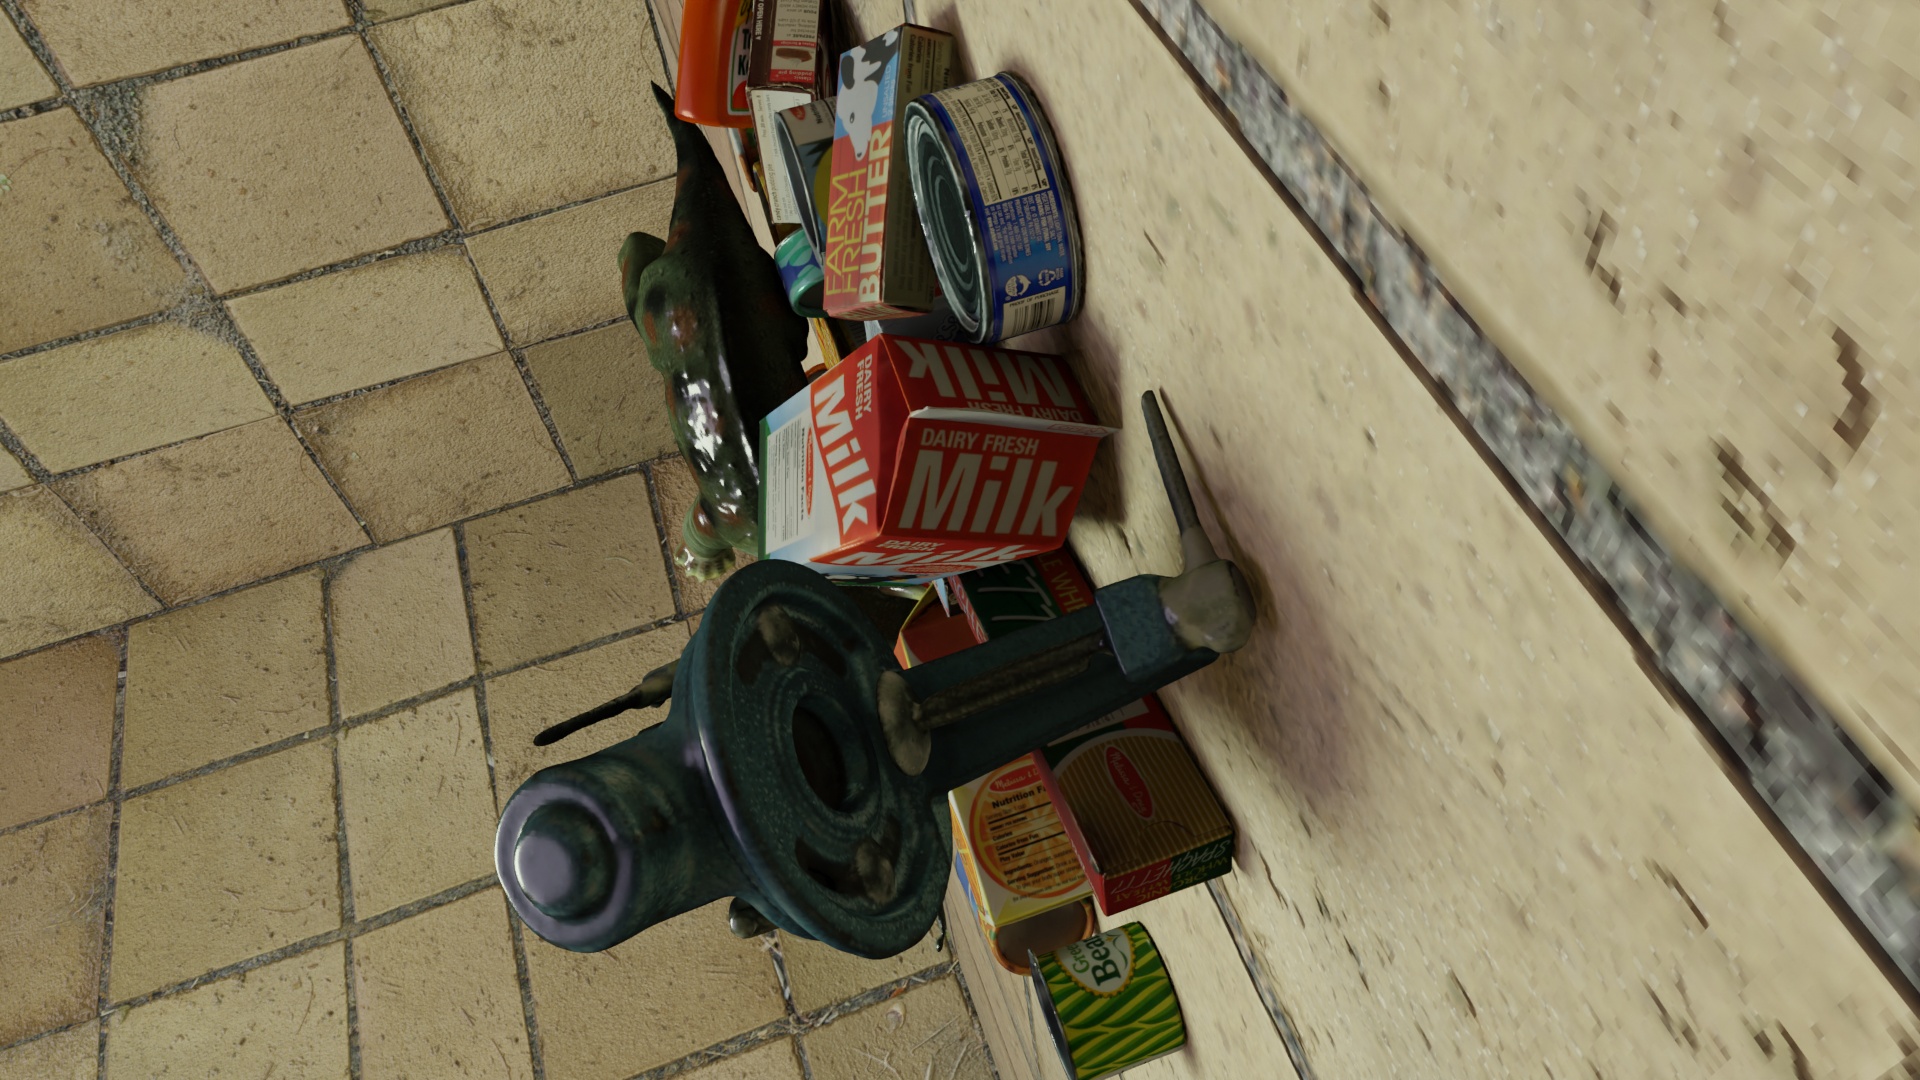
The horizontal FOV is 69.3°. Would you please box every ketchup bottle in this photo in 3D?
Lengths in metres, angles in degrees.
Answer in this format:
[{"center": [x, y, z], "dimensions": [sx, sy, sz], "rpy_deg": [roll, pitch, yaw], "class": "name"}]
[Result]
[{"center": [-0.123, -0.301, 0.749], "dimensions": [0.065, 0.043, 0.148], "rpy_deg": [-45, -33, -63], "class": "ketchup bottle"}]

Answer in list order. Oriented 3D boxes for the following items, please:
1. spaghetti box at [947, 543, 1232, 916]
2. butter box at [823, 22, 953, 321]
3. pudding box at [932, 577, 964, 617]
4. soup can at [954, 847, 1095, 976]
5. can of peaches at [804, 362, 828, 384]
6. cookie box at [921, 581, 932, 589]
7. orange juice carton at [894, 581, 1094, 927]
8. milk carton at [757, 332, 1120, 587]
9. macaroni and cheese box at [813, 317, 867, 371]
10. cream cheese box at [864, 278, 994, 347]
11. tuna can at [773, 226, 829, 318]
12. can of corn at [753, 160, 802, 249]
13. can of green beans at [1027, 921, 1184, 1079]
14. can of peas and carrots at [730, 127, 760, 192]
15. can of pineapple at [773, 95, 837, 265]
[{"center": [0.034, 0.038, 0.564], "dimensions": [0.251, 0.050, 0.028], "rpy_deg": [-116, 13, -47], "class": "spaghetti box"}, {"center": [-0.028, -0.136, 0.523], "dimensions": [0.053, 0.024, 0.103], "rpy_deg": [10, 97, 60], "class": "butter box"}, {"center": [0.002, -0.008, 0.675], "dimensions": [0.030, 0.050, 0.084], "rpy_deg": [86, 163, -52], "class": "pudding box"}, {"center": [0.039, 0.220, 0.859], "dimensions": [0.084, 0.071, 0.071], "rpy_deg": [-126, 20, -64], "class": "soup can"}, {"center": [-0.102, -0.100, 1.100], "dimensions": [0.058, 0.071, 0.071], "rpy_deg": [105, 147, -73], "class": "can of peaches"}, {"center": [-0.004, 0.093, 0.972], "dimensions": [0.123, 0.040, 0.166], "rpy_deg": [-130, 23, -69], "class": "cookie box"}, {"center": [0.016, 0.093, 0.717], "dimensions": [0.071, 0.073, 0.193], "rpy_deg": [109, 143, -77], "class": "orange juice carton"}, {"center": [-0.017, -0.027, 0.527], "dimensions": [0.190, 0.072, 0.073], "rpy_deg": [162, 110, -65], "class": "milk carton"}, {"center": [-0.058, -0.116, 0.883], "dimensions": [0.123, 0.040, 0.167], "rpy_deg": [80, 168, -46], "class": "macaroni and cheese box"}, {"center": [-0.013, -0.082, 0.608], "dimensions": [0.103, 0.053, 0.024], "rpy_deg": [91, 158, -66], "class": "cream cheese box"}, {"center": [-0.069, -0.152, 0.779], "dimensions": [0.071, 0.071, 0.033], "rpy_deg": [109, 142, -76], "class": "tuna can"}, {"center": [-0.085, -0.197, 0.819], "dimensions": [0.071, 0.058, 0.071], "rpy_deg": [164, 88, -82], "class": "can of corn"}, {"center": [0.072, 0.231, 0.691], "dimensions": [0.071, 0.058, 0.071], "rpy_deg": [164, 88, -82], "class": "can of green beans"}, {"center": [-0.112, -0.257, 0.872], "dimensions": [0.071, 0.059, 0.071], "rpy_deg": [164, 88, -82], "class": "can of peas and carrots"}, {"center": [-0.048, -0.168, 0.634], "dimensions": [0.071, 0.058, 0.071], "rpy_deg": [165, 88, -82], "class": "can of pineapple"}]
